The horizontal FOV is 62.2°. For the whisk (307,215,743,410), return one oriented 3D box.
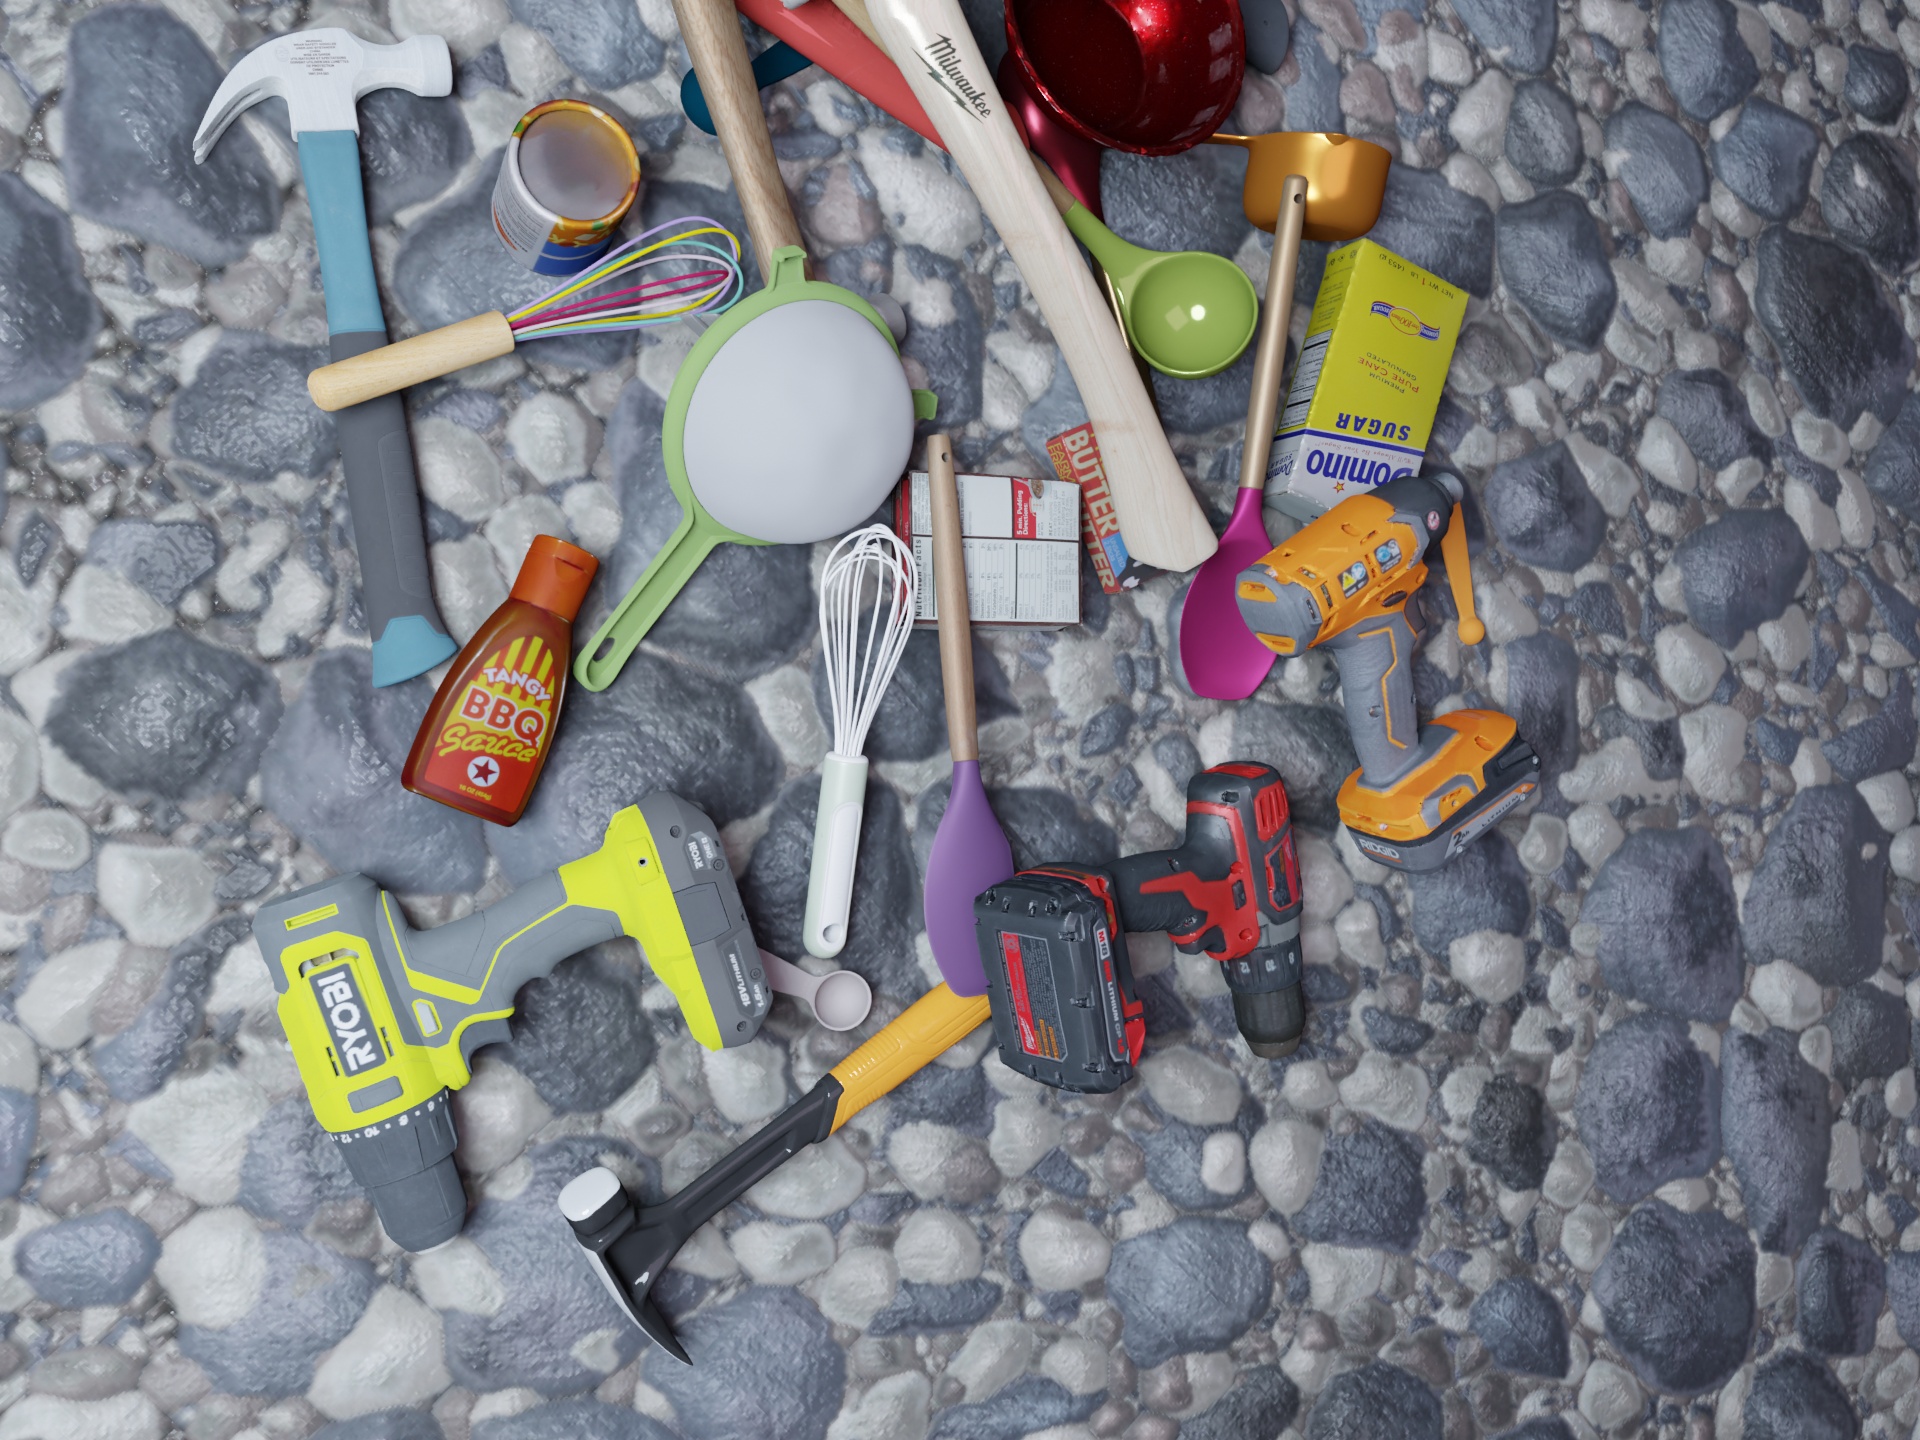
[{"bbox_3d":[-0.215,-0.205,0.824,0.245,0.047,0.051,-28,94,-28],"label":"whisk"}]

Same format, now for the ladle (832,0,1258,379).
[{"bbox_3d":[0.046,-0.310,0.902,0.320,0.062,0.078,37,88,-22],"label":"ladle"}]

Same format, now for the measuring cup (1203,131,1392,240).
[{"bbox_3d":[0.179,-0.335,0.991,0.173,0.095,0.052,6,98,-2],"label":"measuring cup"}]

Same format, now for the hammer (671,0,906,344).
[{"bbox_3d":[-0.123,-0.332,0.819,0.130,0.031,0.331,-36,120,-37],"label":"hammer"}]

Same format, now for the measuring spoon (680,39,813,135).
[{"bbox_3d":[-0.102,-0.376,0.900,0.128,0.021,0.042,-39,103,-18],"label":"measuring spoon"}]

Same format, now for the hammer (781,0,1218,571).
[{"bbox_3d":[0.052,-0.269,0.882,0.146,0.038,0.410,-27,110,8],"label":"hammer"}]

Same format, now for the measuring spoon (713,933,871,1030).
[{"bbox_3d":[-0.108,0.140,0.895,0.124,0.018,0.034,25,86,-13],"label":"measuring spoon"}]

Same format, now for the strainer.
[{"bbox_3d":[-0.109,-0.109,0.841,0.256,0.069,0.151,-52,141,-1],"label":"strainer"}]

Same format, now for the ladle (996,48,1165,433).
[{"bbox_3d":[0.091,-0.264,0.974,0.069,0.031,0.315,-20,98,-21],"label":"ladle"}]

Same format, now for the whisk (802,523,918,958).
[{"bbox_3d":[-0.061,0.013,0.886,0.057,0.059,0.246,3,98,-33],"label":"whisk"}]

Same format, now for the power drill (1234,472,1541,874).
[{"bbox_3d":[0.280,-0.037,0.996,0.164,0.084,0.226,-35,112,-17],"label":"power drill"}]

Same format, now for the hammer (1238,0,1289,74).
[{"bbox_3d":[0.027,-0.495,0.948,0.408,0.036,0.149,21,83,-20],"label":"hammer"}]

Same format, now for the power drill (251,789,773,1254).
[{"bbox_3d":[-0.219,0.147,0.812,0.228,0.080,0.190,-20,96,-16],"label":"power drill"}]

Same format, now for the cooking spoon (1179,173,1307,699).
[{"bbox_3d":[0.182,-0.169,0.976,0.068,0.017,0.319,5,102,-10],"label":"cooking spoon"}]

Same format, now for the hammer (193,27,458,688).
[{"bbox_3d":[-0.303,-0.183,0.810,0.128,0.033,0.331,-9,92,-22],"label":"hammer"}]

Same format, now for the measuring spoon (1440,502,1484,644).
[{"bbox_3d":[0.339,-0.109,1.076,0.021,0.011,0.117,-12,94,-22],"label":"measuring spoon"}]

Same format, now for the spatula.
[{"bbox_3d":[-0.001,-0.003,0.893,0.059,0.018,0.316,-4,90,-28],"label":"spatula"}]

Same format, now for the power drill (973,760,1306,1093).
[{"bbox_3d":[0.124,0.140,0.931,0.226,0.080,0.188,-20,105,-40],"label":"power drill"}]

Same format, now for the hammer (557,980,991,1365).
[{"bbox_3d":[-0.055,0.209,0.891,0.337,0.034,0.127,-34,122,-23],"label":"hammer"}]

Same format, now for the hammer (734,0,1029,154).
[{"bbox_3d":[-0.117,-0.395,0.866,0.358,0.037,0.149,27,72,-25],"label":"hammer"}]
